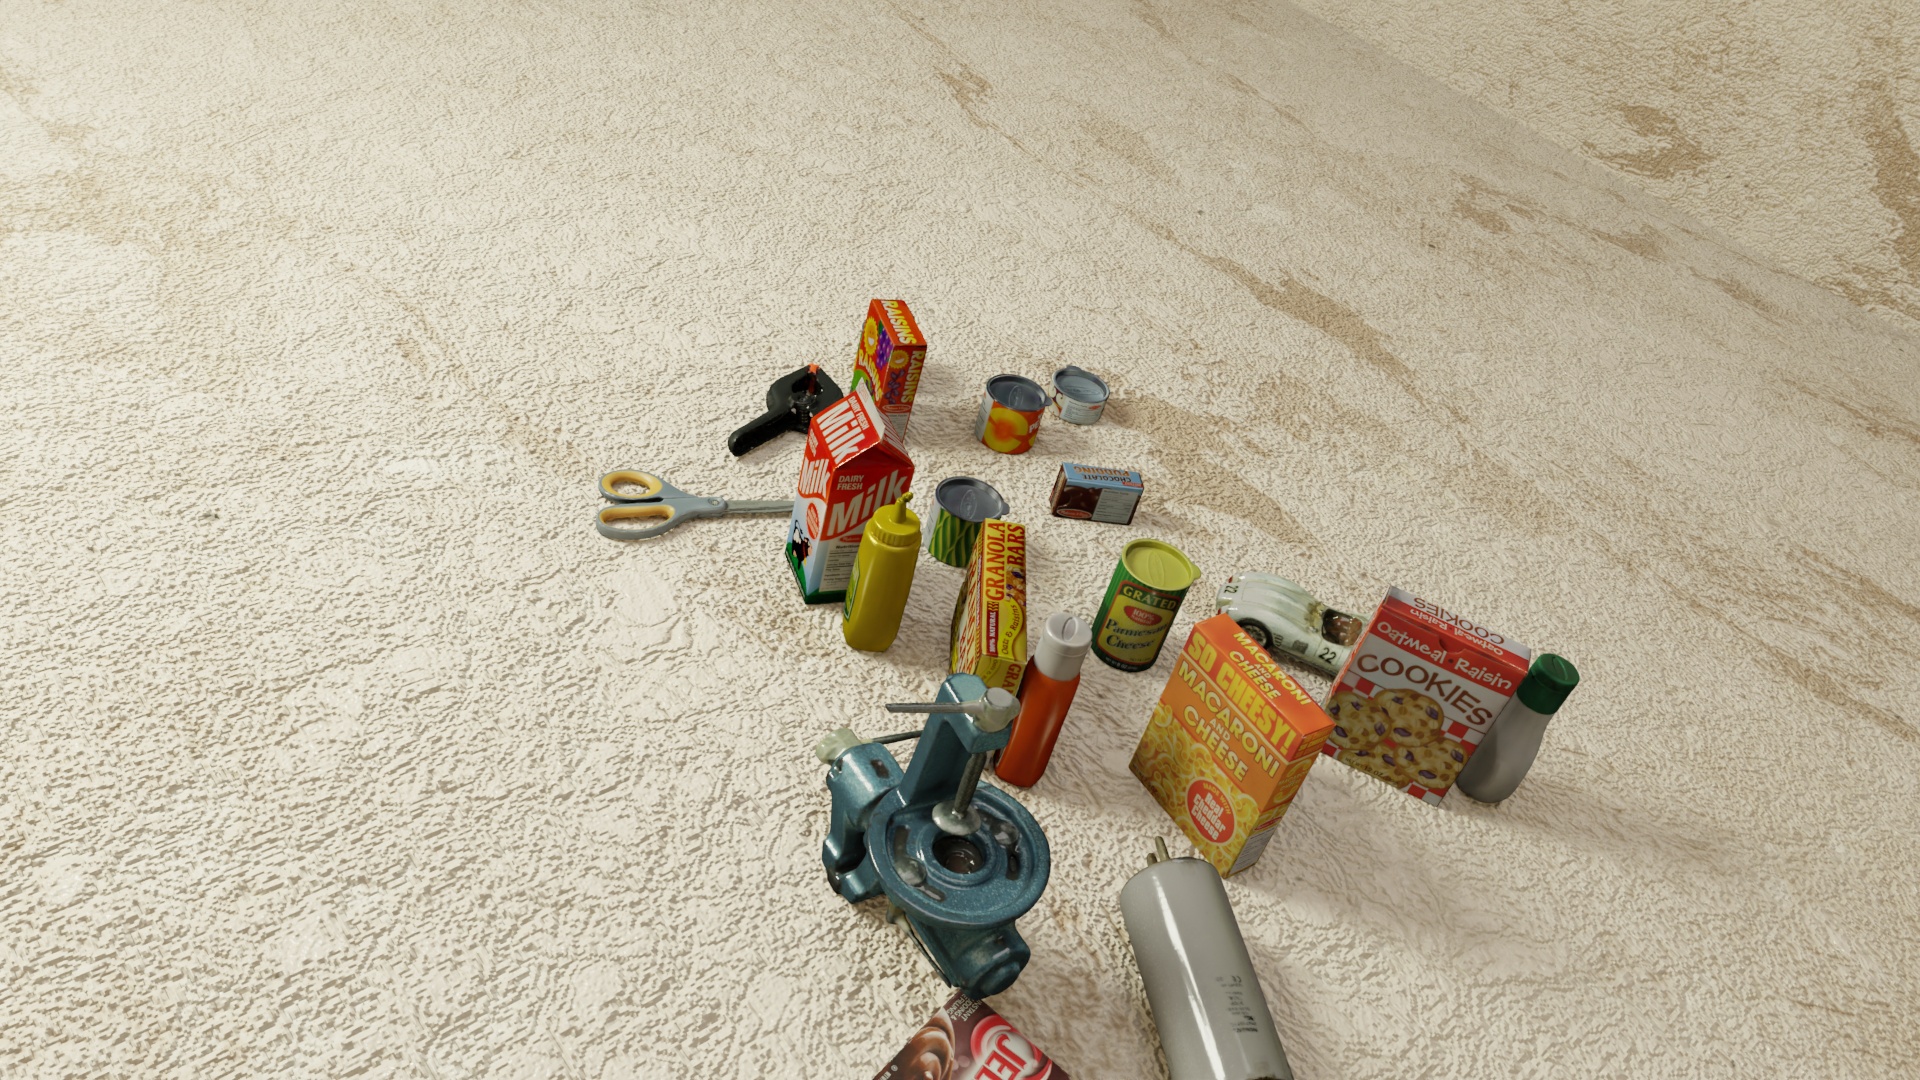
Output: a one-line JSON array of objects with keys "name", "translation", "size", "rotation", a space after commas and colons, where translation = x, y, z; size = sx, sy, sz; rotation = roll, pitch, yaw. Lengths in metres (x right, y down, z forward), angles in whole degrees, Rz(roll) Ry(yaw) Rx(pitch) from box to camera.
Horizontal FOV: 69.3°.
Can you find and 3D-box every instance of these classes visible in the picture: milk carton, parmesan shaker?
[{"name": "milk carton", "translation": [-0.092, -0.040, 1.174], "size": [0.073, 0.189, 0.072], "rotation": [-3, 42, -24]}, {"name": "parmesan shaker", "translation": [0.160, 0.059, 1.218], "size": [0.071, 0.102, 0.072], "rotation": [10, 38, -8]}]

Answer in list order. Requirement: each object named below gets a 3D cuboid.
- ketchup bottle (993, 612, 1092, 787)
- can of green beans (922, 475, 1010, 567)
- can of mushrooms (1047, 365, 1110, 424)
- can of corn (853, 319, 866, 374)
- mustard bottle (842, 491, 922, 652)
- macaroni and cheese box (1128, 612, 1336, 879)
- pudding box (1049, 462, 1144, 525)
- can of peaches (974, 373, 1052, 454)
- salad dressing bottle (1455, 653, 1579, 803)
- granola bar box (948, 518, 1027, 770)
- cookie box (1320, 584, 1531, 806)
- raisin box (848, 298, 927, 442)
[{"name": "ketchup bottle", "translation": [0.065, 0.121, 1.069], "size": [0.043, 0.148, 0.065], "rotation": [19, 38, 3]}, {"name": "can of green beans", "translation": [0.002, -0.017, 1.288], "size": [0.071, 0.057, 0.071], "rotation": [10, 38, -8]}, {"name": "can of mushrooms", "translation": [0.128, -0.160, 1.531], "size": [0.071, 0.033, 0.071], "rotation": [10, 38, -8]}, {"name": "can of corn", "translation": [-0.078, -0.200, 1.483], "size": [0.071, 0.058, 0.071], "rotation": [10, 38, -8]}, {"name": "mustard bottle", "translation": [-0.062, 0.019, 1.138], "size": [0.049, 0.159, 0.065], "rotation": [8, 39, -11]}, {"name": "macaroni and cheese box", "translation": [0.203, 0.157, 1.062], "size": [0.040, 0.165, 0.124], "rotation": [-14, 47, -34]}, {"name": "pudding box", "translation": [0.135, -0.046, 1.380], "size": [0.084, 0.049, 0.030], "rotation": [6, 39, -13]}, {"name": "can of peaches", "translation": [0.054, -0.131, 1.447], "size": [0.071, 0.057, 0.071], "rotation": [10, 38, -8]}, {"name": "salad dressing bottle", "translation": [0.470, 0.159, 1.174], "size": [0.044, 0.146, 0.064], "rotation": [13, 38, -5]}, {"name": "granola bar box", "translation": [0.020, 0.081, 1.121], "size": [0.039, 0.123, 0.166], "rotation": [11, 38, -7]}, {"name": "cookie box", "translation": [0.377, 0.132, 1.157], "size": [0.123, 0.166, 0.040], "rotation": [25, 39, 11]}, {"name": "raisin box", "translation": [-0.073, -0.168, 1.393], "size": [0.040, 0.122, 0.086], "rotation": [-1, 41, -22]}]
